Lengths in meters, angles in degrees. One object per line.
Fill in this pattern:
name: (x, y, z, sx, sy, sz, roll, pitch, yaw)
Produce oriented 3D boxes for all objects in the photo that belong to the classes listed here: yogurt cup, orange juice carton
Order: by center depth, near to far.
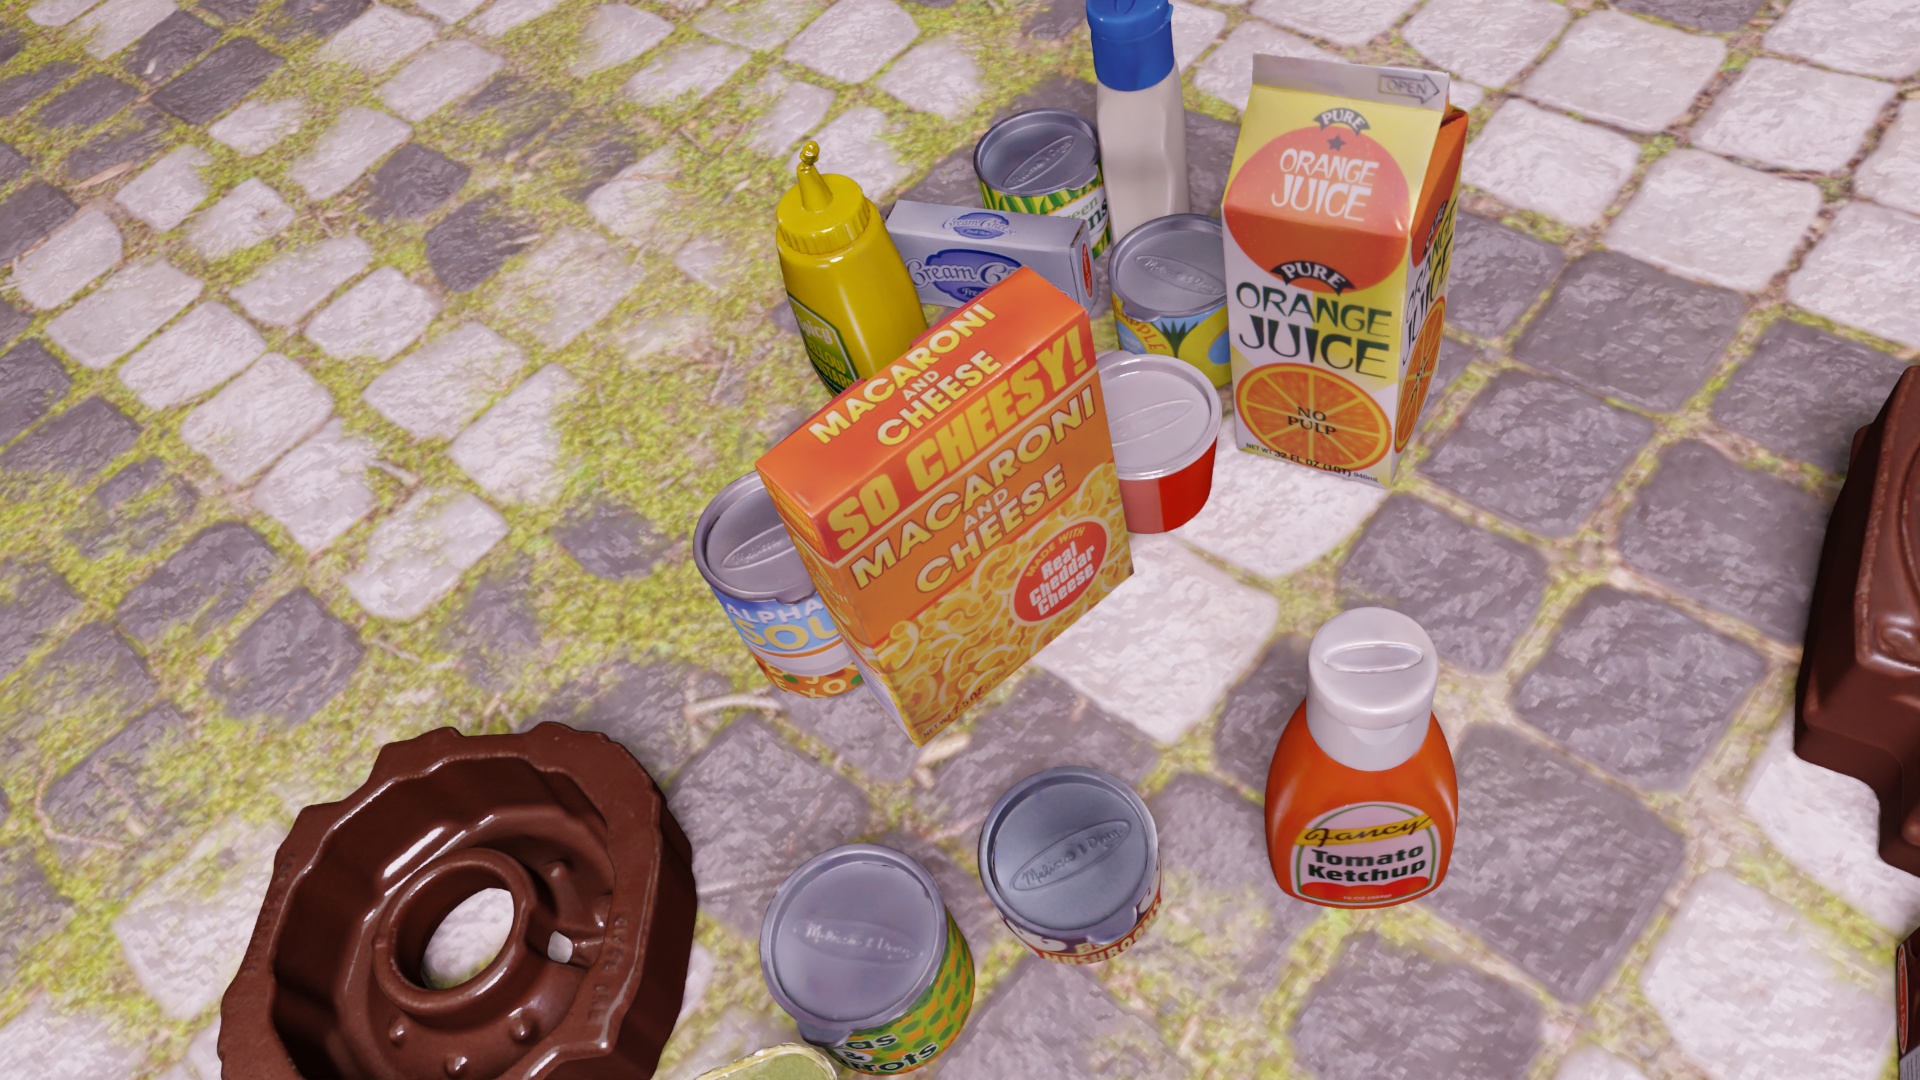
orange juice carton: (0.153, -0.112, 0.558, 0.072, 0.191, 0.073, 18, 61, 24)
yogurt cup: (0.081, -0.039, 0.610, 0.072, 0.053, 0.073, -7, 54, 9)

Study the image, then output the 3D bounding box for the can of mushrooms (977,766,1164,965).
can of mushrooms: (0.043, 0.122, 0.514, 0.071, 0.033, 0.071, -6, 54, 9)

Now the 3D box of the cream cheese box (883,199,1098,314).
cream cheese box: (0.015, -0.140, 0.699, 0.104, 0.053, 0.024, 11, 58, 21)

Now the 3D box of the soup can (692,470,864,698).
soup can: (-0.066, 0.021, 0.583, 0.071, 0.083, 0.072, -7, 54, 9)

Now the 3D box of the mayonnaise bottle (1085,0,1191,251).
mayonnaise bottle: (0.086, -0.196, 0.664, 0.041, 0.147, 0.065, 3, 56, 16)

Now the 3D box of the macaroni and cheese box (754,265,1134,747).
macaroni and cheese box: (0.002, -0.007, 0.535, 0.124, 0.165, 0.040, -38, 55, -14)

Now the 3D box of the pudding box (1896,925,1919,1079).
pudding box: (0.306, 0.156, 0.416, 0.030, 0.049, 0.084, 9, 57, 19)

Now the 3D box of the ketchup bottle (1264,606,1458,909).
ketchup bottle: (0.132, 0.075, 0.455, 0.065, 0.148, 0.044, -5, 54, 10)

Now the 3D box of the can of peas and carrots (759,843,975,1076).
can of peas and carrots: (-0.032, 0.152, 0.495, 0.071, 0.058, 0.071, -7, 54, 9)

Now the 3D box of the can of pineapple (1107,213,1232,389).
can of pineapple: (0.103, -0.109, 0.653, 0.071, 0.057, 0.071, -7, 54, 9)

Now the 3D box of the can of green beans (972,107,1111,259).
can of green beans: (0.044, -0.179, 0.718, 0.071, 0.057, 0.071, -7, 54, 9)

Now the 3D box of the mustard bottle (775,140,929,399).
mustard bottle: (-0.052, -0.117, 0.632, 0.049, 0.159, 0.065, -42, 56, -16)
